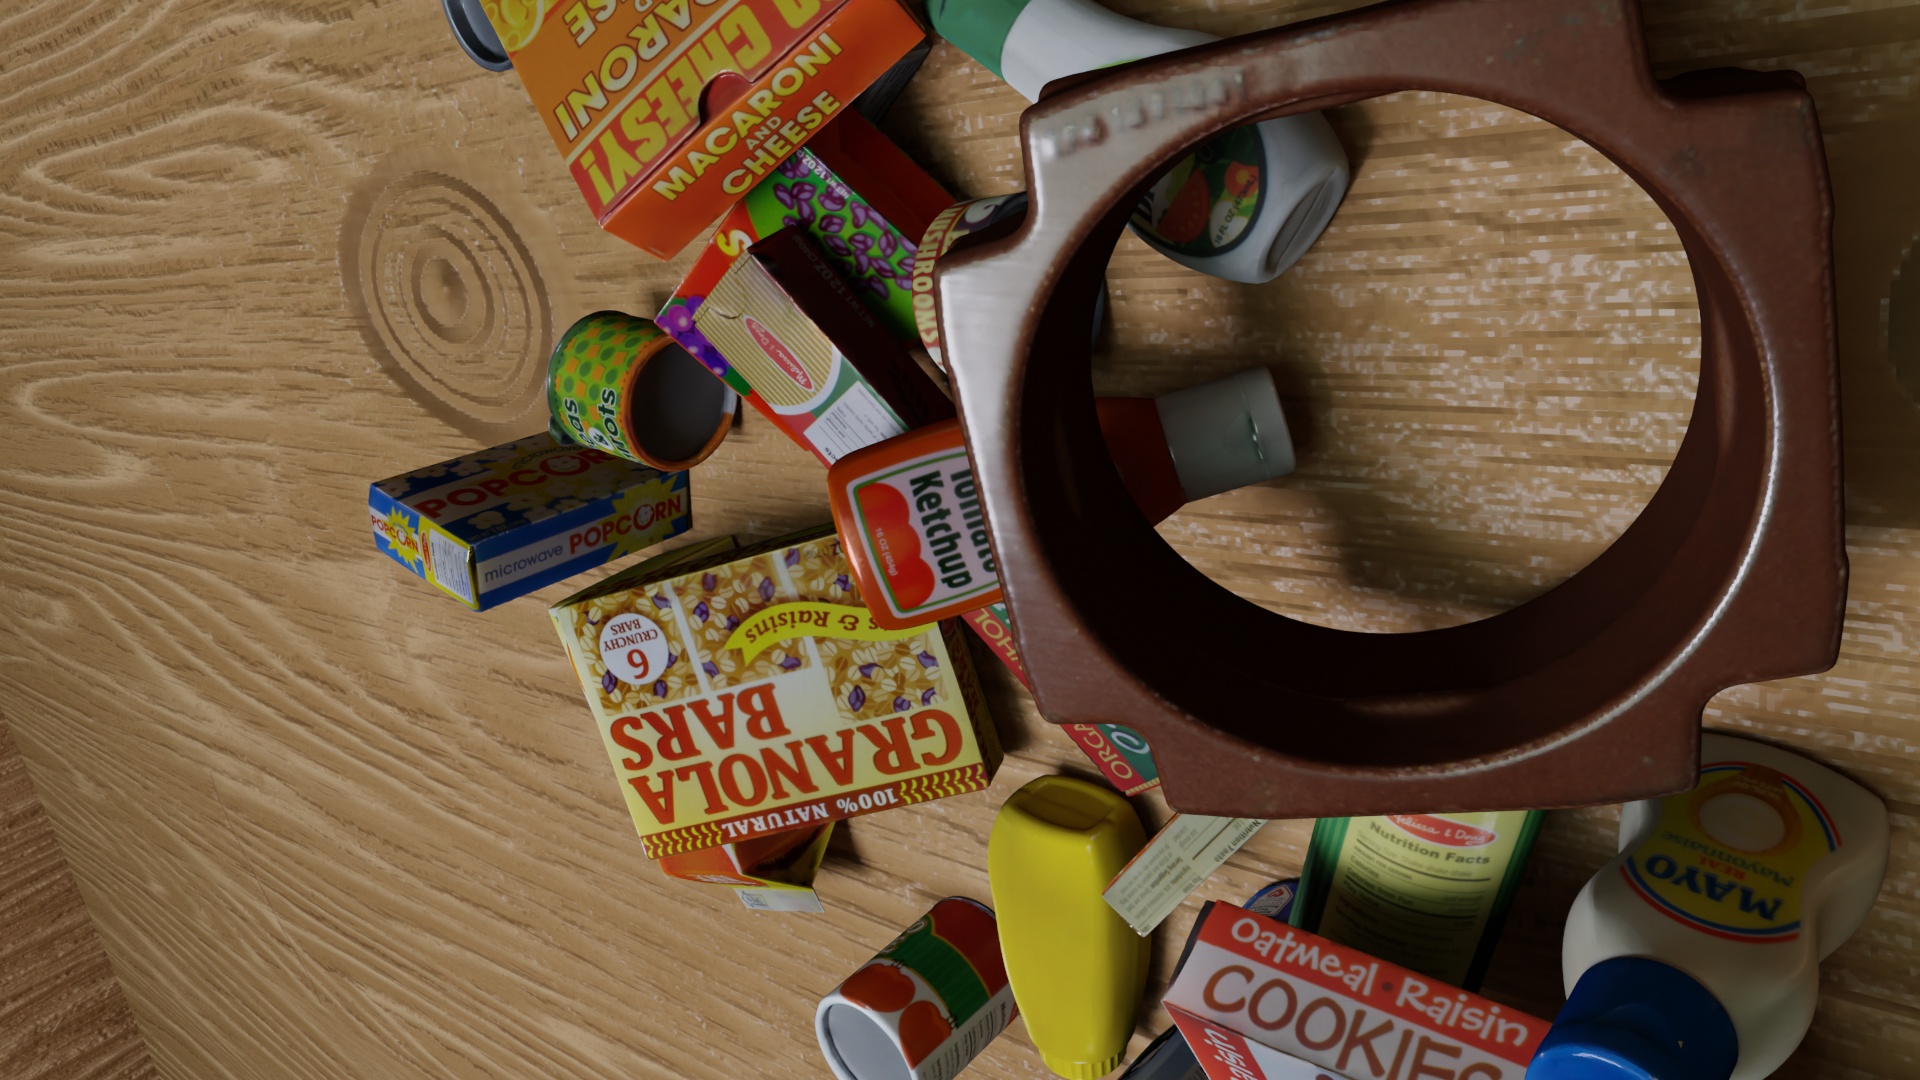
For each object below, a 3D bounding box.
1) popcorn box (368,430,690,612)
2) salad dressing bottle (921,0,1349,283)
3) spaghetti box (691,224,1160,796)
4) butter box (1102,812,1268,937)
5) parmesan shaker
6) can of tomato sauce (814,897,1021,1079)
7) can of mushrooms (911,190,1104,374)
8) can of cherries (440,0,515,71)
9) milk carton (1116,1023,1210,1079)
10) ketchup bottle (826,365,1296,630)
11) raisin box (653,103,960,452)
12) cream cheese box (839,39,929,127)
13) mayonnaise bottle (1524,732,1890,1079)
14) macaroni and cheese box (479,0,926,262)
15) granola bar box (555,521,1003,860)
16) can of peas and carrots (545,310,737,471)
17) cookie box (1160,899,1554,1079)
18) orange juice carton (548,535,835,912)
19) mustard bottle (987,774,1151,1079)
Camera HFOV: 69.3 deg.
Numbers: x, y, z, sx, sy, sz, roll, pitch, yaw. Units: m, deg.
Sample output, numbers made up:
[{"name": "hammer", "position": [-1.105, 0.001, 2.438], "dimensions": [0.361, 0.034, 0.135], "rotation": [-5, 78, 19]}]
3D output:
[{"name": "popcorn box", "position": [-0.208, -0.015, 0.681], "dimensions": [0.085, 0.127, 0.038], "rotation": [23, 122, 33]}, {"name": "salad dressing bottle", "position": [0.050, -0.140, 0.436], "dimensions": [0.148, 0.044, 0.064], "rotation": [42, 132, 20]}, {"name": "spaghetti box", "position": [0.002, -0.006, 0.518], "dimensions": [0.250, 0.029, 0.050], "rotation": [48, 137, -6]}, {"name": "butter box", "position": [0.095, 0.102, 0.510], "dimensions": [0.024, 0.053, 0.103], "rotation": [44, 135, 14]}, {"name": "parmesan shaker", "position": [0.145, 0.099, 0.451], "dimensions": [0.071, 0.071, 0.102], "rotation": [27, 127, 31]}, {"name": "can of tomato sauce", "position": [-0.018, 0.217, 0.651], "dimensions": [0.071, 0.083, 0.071], "rotation": [20, 123, 35]}, {"name": "can of mushrooms", "position": [0.015, -0.086, 0.477], "dimensions": [0.033, 0.071, 0.071], "rotation": [4, 113, 44]}, {"name": "can of cherries", "position": [-0.179, -0.239, 0.590], "dimensions": [0.071, 0.058, 0.071], "rotation": [21, 124, 36]}, {"name": "milk carton", "position": [0.061, 0.259, 0.520], "dimensions": [0.073, 0.191, 0.072], "rotation": [47, 135, 15]}, {"name": "ketchup bottle", "position": [0.034, -0.019, 0.462], "dimensions": [0.149, 0.044, 0.064], "rotation": [-17, 100, 10]}, {"name": "raisin box", "position": [-0.055, -0.100, 0.539], "dimensions": [0.086, 0.040, 0.123], "rotation": [40, 136, -10]}, {"name": "cream cheese box", "position": [-0.058, -0.170, 0.536], "dimensions": [0.053, 0.024, 0.103], "rotation": [54, 136, 8]}, {"name": "mayonnaise bottle", "position": [0.187, 0.101, 0.352], "dimensions": [0.065, 0.149, 0.041], "rotation": [20, 122, 35]}, {"name": "macaroni and cheese box", "position": [-0.104, -0.200, 0.486], "dimensions": [0.123, 0.040, 0.167], "rotation": [-37, 67, 15]}, {"name": "granola bar box", "position": [-0.078, 0.062, 0.608], "dimensions": [0.165, 0.039, 0.124], "rotation": [-15, 100, 16]}, {"name": "can of peas and carrots", "position": [-0.147, -0.067, 0.638], "dimensions": [0.059, 0.071, 0.070], "rotation": [17, 121, 36]}, {"name": "cookie box", "position": [0.153, 0.175, 0.403], "dimensions": [0.167, 0.040, 0.122], "rotation": [12, 144, 39]}, {"name": "orange juice carton", "position": [-0.125, 0.102, 0.701], "dimensions": [0.071, 0.073, 0.192], "rotation": [-13, 102, 45]}, {"name": "mustard bottle", "position": [0.049, 0.179, 0.594], "dimensions": [0.065, 0.049, 0.159], "rotation": [15, 120, 37]}]
